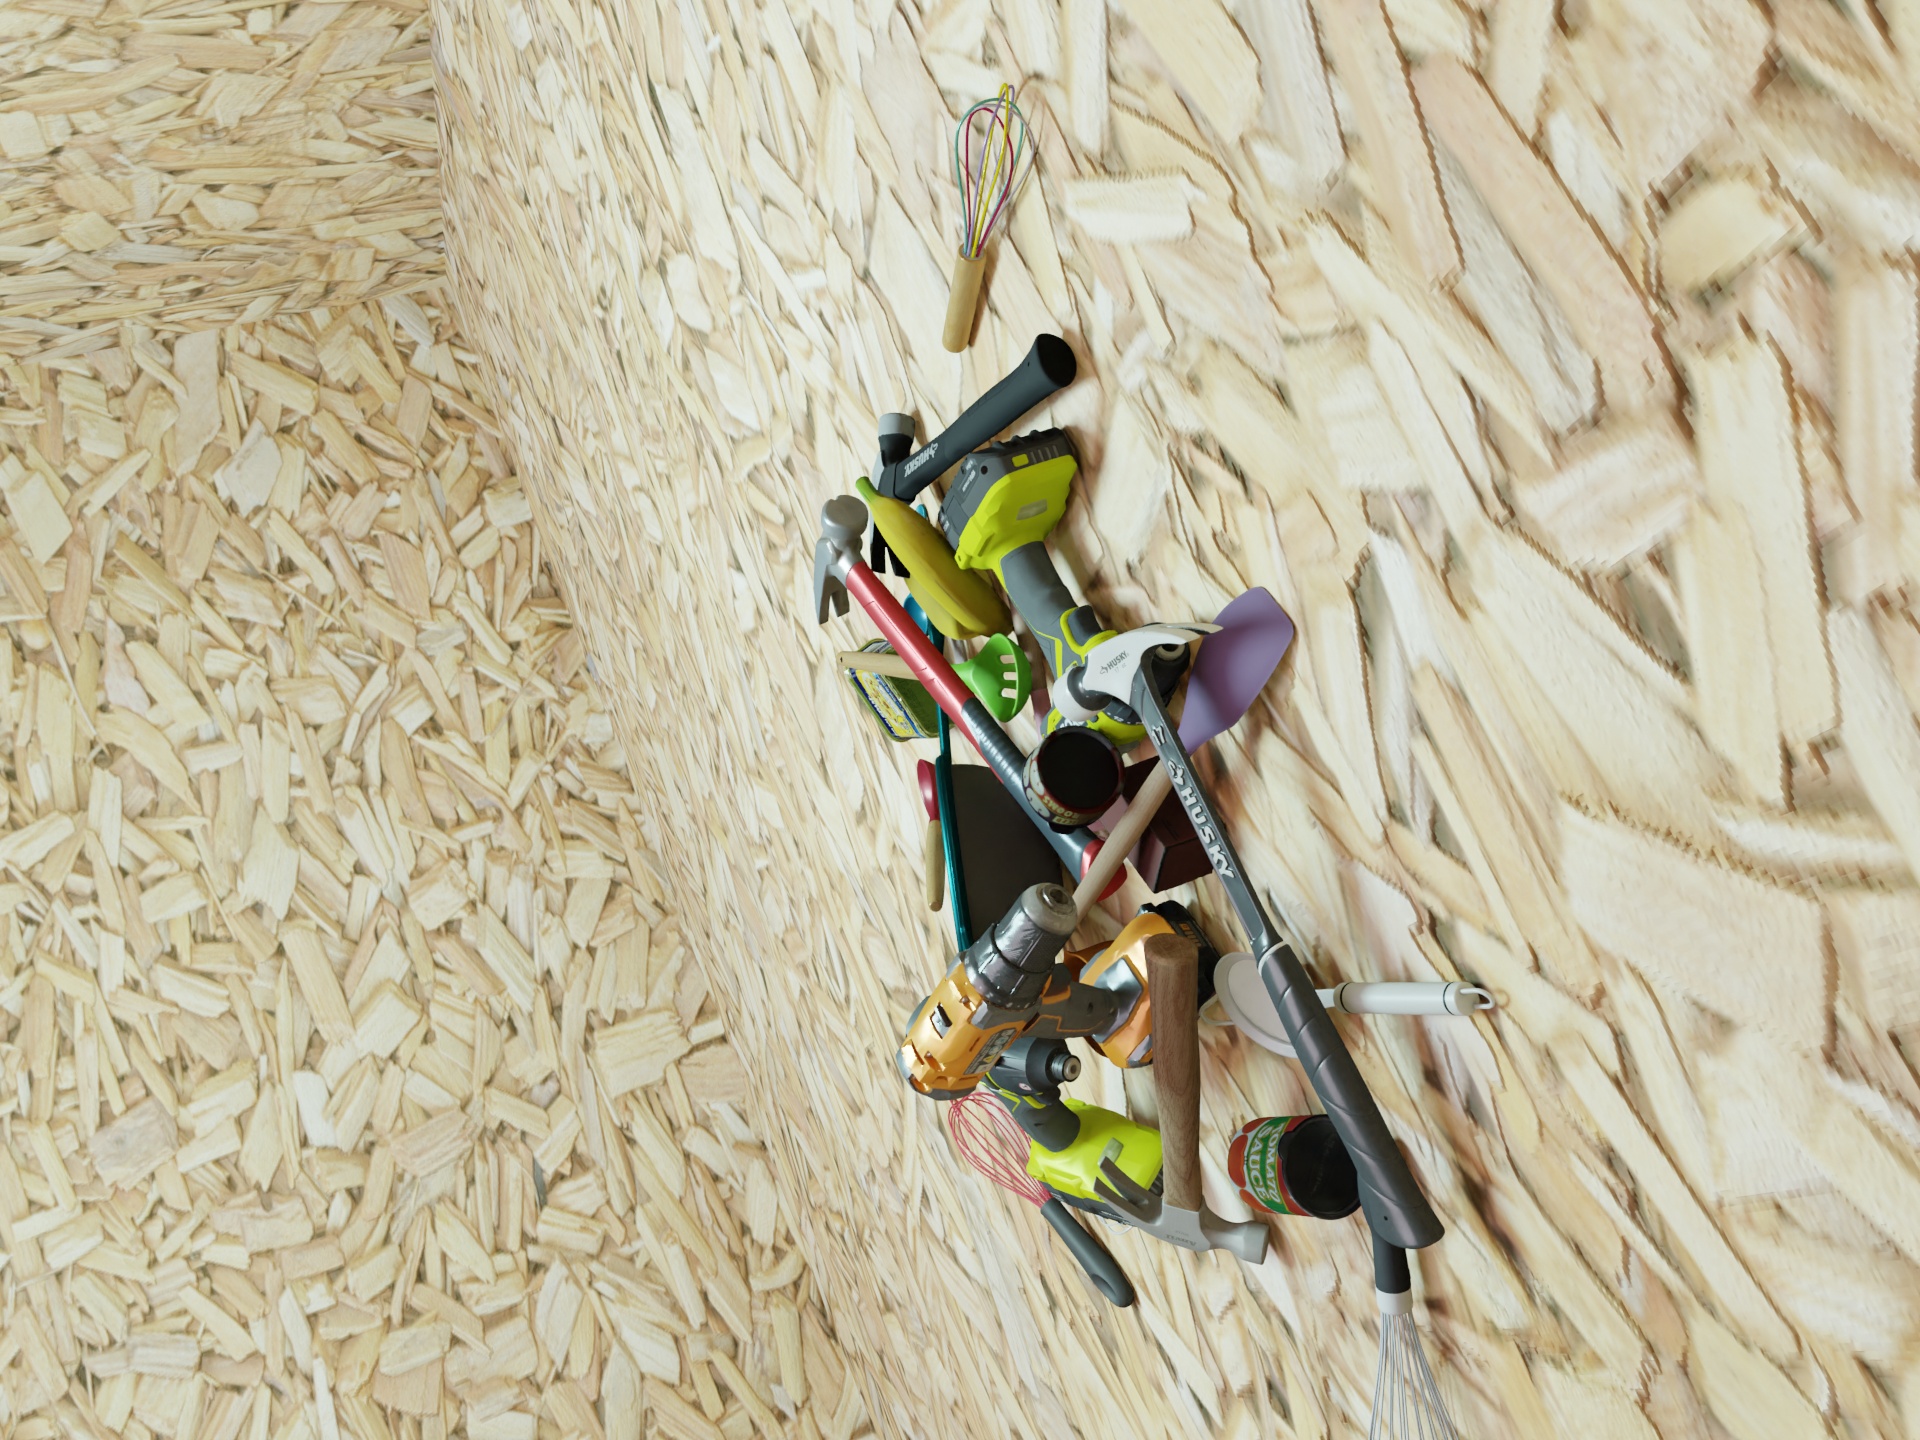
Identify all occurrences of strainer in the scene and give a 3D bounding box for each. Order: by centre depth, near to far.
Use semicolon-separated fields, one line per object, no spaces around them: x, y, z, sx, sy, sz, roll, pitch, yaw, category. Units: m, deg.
0.237;0.172;0.985;0.087;0.050;0.258;56;154;-7;strainer
0.031;0.069;1.359;0.210;0.095;0.341;81;-177;-68;strainer

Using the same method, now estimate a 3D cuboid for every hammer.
0.186;0.126;0.971;0.409;0.036;0.149;64;148;9;hammer
0.152;0.272;1.127;0.130;0.031;0.331;8;131;20;hammer
0.001;-0.214;1.227;0.335;0.035;0.146;159;117;-65;hammer
-0.002;-0.004;1.254;0.387;0.038;0.143;52;153;25;hammer

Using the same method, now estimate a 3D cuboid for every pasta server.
0.063;-0.053;1.261;0.060;0.040;0.316;175;82;-68;pasta server

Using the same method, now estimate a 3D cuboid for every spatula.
0.132;0.038;1.057;0.060;0.018;0.315;58;137;35;spatula

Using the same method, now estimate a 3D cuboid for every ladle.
-0.024;0.105;1.445;0.315;0.031;0.069;-94;-6;-73;ladle

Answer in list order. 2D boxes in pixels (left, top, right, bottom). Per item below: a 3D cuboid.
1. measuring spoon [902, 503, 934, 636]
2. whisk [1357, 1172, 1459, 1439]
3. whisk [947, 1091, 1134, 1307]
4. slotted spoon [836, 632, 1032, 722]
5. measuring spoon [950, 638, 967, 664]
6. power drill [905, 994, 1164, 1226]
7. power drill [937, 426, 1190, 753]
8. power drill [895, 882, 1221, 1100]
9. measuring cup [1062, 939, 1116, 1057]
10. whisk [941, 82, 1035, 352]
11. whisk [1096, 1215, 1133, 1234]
-0.032;-0.136;1.447;0.042;0.021;0.128;33;128;47;measuring spoon
0.285;0.402;1.033;0.070;0.070;0.284;-168;67;-66;whisk
0.078;0.473;1.596;0.296;0.073;0.073;43;145;40;whisk
-0.027;-0.044;1.343;0.314;0.031;0.070;10;104;57;slotted spoon
-0.004;-0.043;1.438;0.034;0.018;0.124;13;117;66;measuring spoon
0.075;0.311;1.282;0.171;0.080;0.223;2;140;50;power drill
0.077;-0.088;1.127;0.229;0.080;0.190;64;158;13;power drill
0.083;0.178;1.107;0.084;0.226;0.185;57;130;35;power drill
0.116;0.237;1.320;0.095;0.052;0.173;66;160;16;measuring cup
0.011;-0.347;1.134;0.047;0.051;0.244;57;158;21;whisk
0.118;0.426;1.477;0.246;0.059;0.058;169;120;-73;whisk
